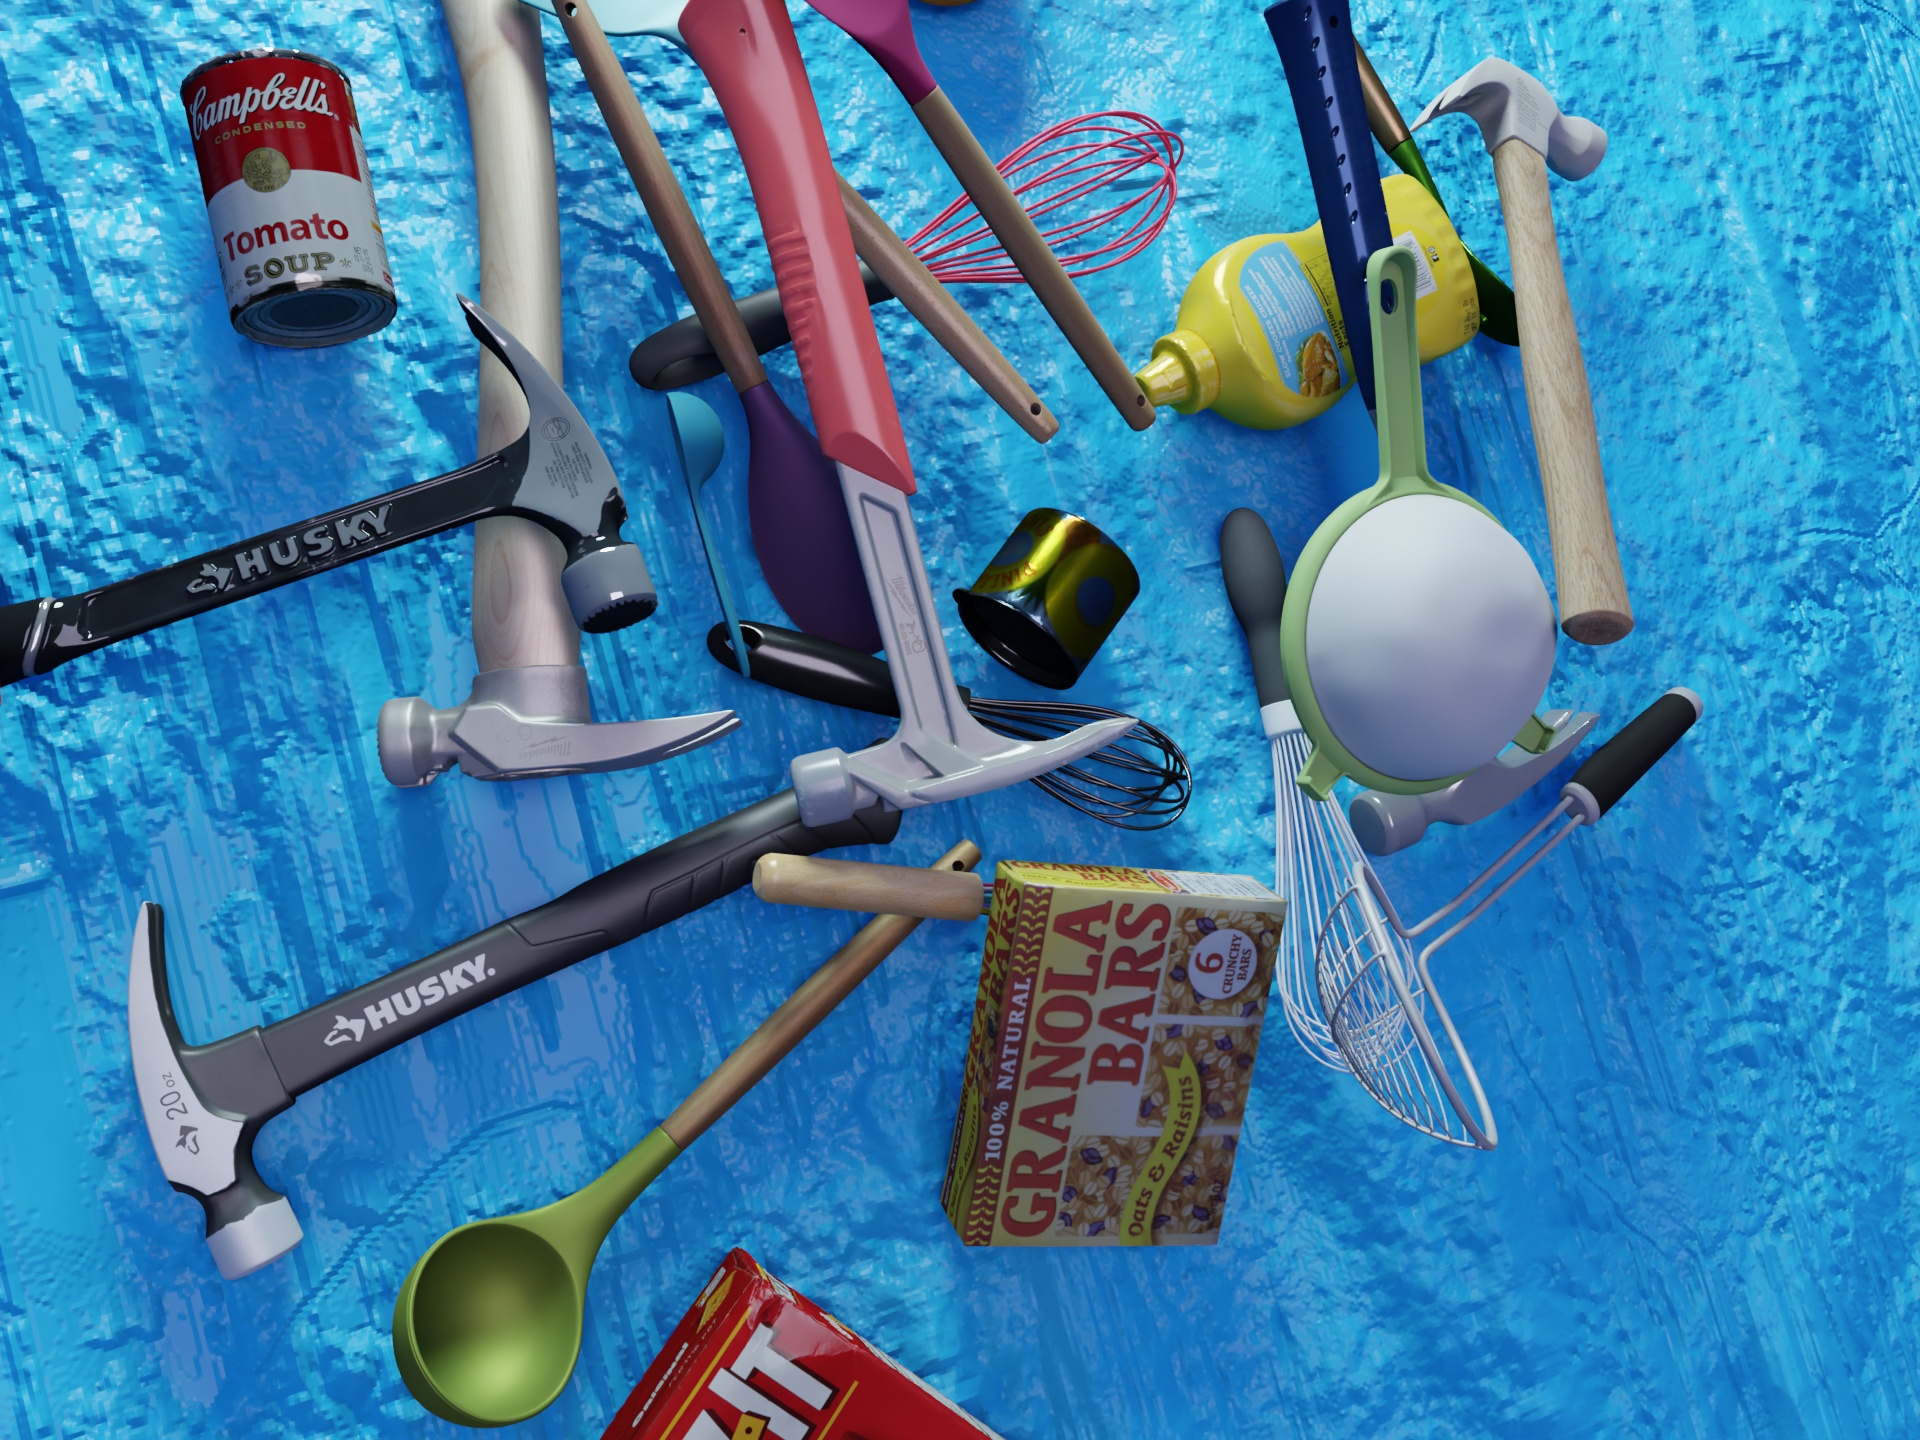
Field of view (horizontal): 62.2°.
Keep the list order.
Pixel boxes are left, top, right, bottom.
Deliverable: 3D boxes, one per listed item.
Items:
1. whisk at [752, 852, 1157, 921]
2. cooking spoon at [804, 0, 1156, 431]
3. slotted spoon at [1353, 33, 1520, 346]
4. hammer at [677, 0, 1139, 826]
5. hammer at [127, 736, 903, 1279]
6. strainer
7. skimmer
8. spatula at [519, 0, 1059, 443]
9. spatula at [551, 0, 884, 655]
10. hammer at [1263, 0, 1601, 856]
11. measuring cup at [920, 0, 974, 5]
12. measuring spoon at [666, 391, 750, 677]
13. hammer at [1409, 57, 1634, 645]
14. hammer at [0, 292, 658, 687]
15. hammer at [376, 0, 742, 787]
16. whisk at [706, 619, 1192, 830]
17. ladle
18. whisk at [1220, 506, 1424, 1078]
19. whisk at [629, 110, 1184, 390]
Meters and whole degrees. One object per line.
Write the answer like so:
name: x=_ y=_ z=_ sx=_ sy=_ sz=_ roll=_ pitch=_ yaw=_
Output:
whisk: x=0.027 y=0.084 z=0.711 sx=0.244 sy=0.051 sz=0.047 roll=8 pitch=87 yaw=-23
cooking spoon: x=-0.002 y=-0.254 z=0.704 sx=0.318 sy=0.017 sz=0.069 roll=50 pitch=59 yaw=-25
slotted spoon: x=0.223 y=-0.329 z=0.855 sx=0.031 sy=0.070 sz=0.314 roll=-31 pitch=86 yaw=17
hammer: x=-0.038 y=-0.143 z=0.671 sx=0.149 sy=0.037 sz=0.359 roll=-15 pitch=93 yaw=-5
hammer: x=-0.172 y=0.085 z=0.668 sx=0.335 sy=0.035 sz=0.146 roll=-25 pitch=90 yaw=-19
strainer: x=0.222 y=-0.090 z=0.726 sx=0.151 sy=0.069 sz=0.256 roll=-9 pitch=98 yaw=-23
skimmer: x=0.283 y=0.063 z=0.738 sx=0.363 sy=0.090 sz=0.127 roll=-31 pitch=95 yaw=-35
spatula: x=-0.069 y=-0.241 z=0.708 sx=0.317 sy=0.044 sz=0.082 roll=47 pitch=70 yaw=-6
spatula: x=-0.105 y=-0.170 z=0.701 sx=0.060 sy=0.018 sz=0.315 roll=-23 pitch=103 yaw=6
hammer: x=0.217 y=-0.145 z=0.779 sx=0.144 sy=0.035 sz=0.405 roll=-19 pitch=101 yaw=-21
measuring cup: x=0.022 y=-0.426 z=0.802 sx=0.173 sy=0.052 sz=0.095 roll=-39 pitch=94 yaw=-21
measuring spoon: x=-0.103 y=-0.082 z=0.695 sx=0.021 sy=0.042 sz=0.128 roll=-15 pitch=90 yaw=-11
hammer: x=0.287 y=-0.191 z=0.780 sx=0.130 sy=0.031 sz=0.332 roll=17 pitch=61 yaw=-30
hammer: x=-0.334 y=-0.044 z=0.611 sx=0.409 sy=0.036 sz=0.149 roll=-20 pitch=80 yaw=-11
hammer: x=-0.183 y=-0.179 z=0.693 sx=0.146 sy=0.038 sz=0.411 roll=-5 pitch=80 yaw=-3
whisk: x=-0.002 y=-0.001 z=0.732 sx=0.239 sy=0.055 sz=0.055 roll=17 pitch=77 yaw=-9
ladle: x=-0.099 y=0.158 z=0.669 sx=0.320 sy=0.062 sz=0.078 roll=-42 pitch=99 yaw=-21
whisk: x=0.166 y=0.031 z=0.774 sx=0.070 sy=0.070 sz=0.285 roll=-7 pitch=78 yaw=-18
whisk: x=-0.019 y=-0.217 z=0.753 sx=0.296 sy=0.073 sz=0.073 roll=-25 pitch=89 yaw=-14
